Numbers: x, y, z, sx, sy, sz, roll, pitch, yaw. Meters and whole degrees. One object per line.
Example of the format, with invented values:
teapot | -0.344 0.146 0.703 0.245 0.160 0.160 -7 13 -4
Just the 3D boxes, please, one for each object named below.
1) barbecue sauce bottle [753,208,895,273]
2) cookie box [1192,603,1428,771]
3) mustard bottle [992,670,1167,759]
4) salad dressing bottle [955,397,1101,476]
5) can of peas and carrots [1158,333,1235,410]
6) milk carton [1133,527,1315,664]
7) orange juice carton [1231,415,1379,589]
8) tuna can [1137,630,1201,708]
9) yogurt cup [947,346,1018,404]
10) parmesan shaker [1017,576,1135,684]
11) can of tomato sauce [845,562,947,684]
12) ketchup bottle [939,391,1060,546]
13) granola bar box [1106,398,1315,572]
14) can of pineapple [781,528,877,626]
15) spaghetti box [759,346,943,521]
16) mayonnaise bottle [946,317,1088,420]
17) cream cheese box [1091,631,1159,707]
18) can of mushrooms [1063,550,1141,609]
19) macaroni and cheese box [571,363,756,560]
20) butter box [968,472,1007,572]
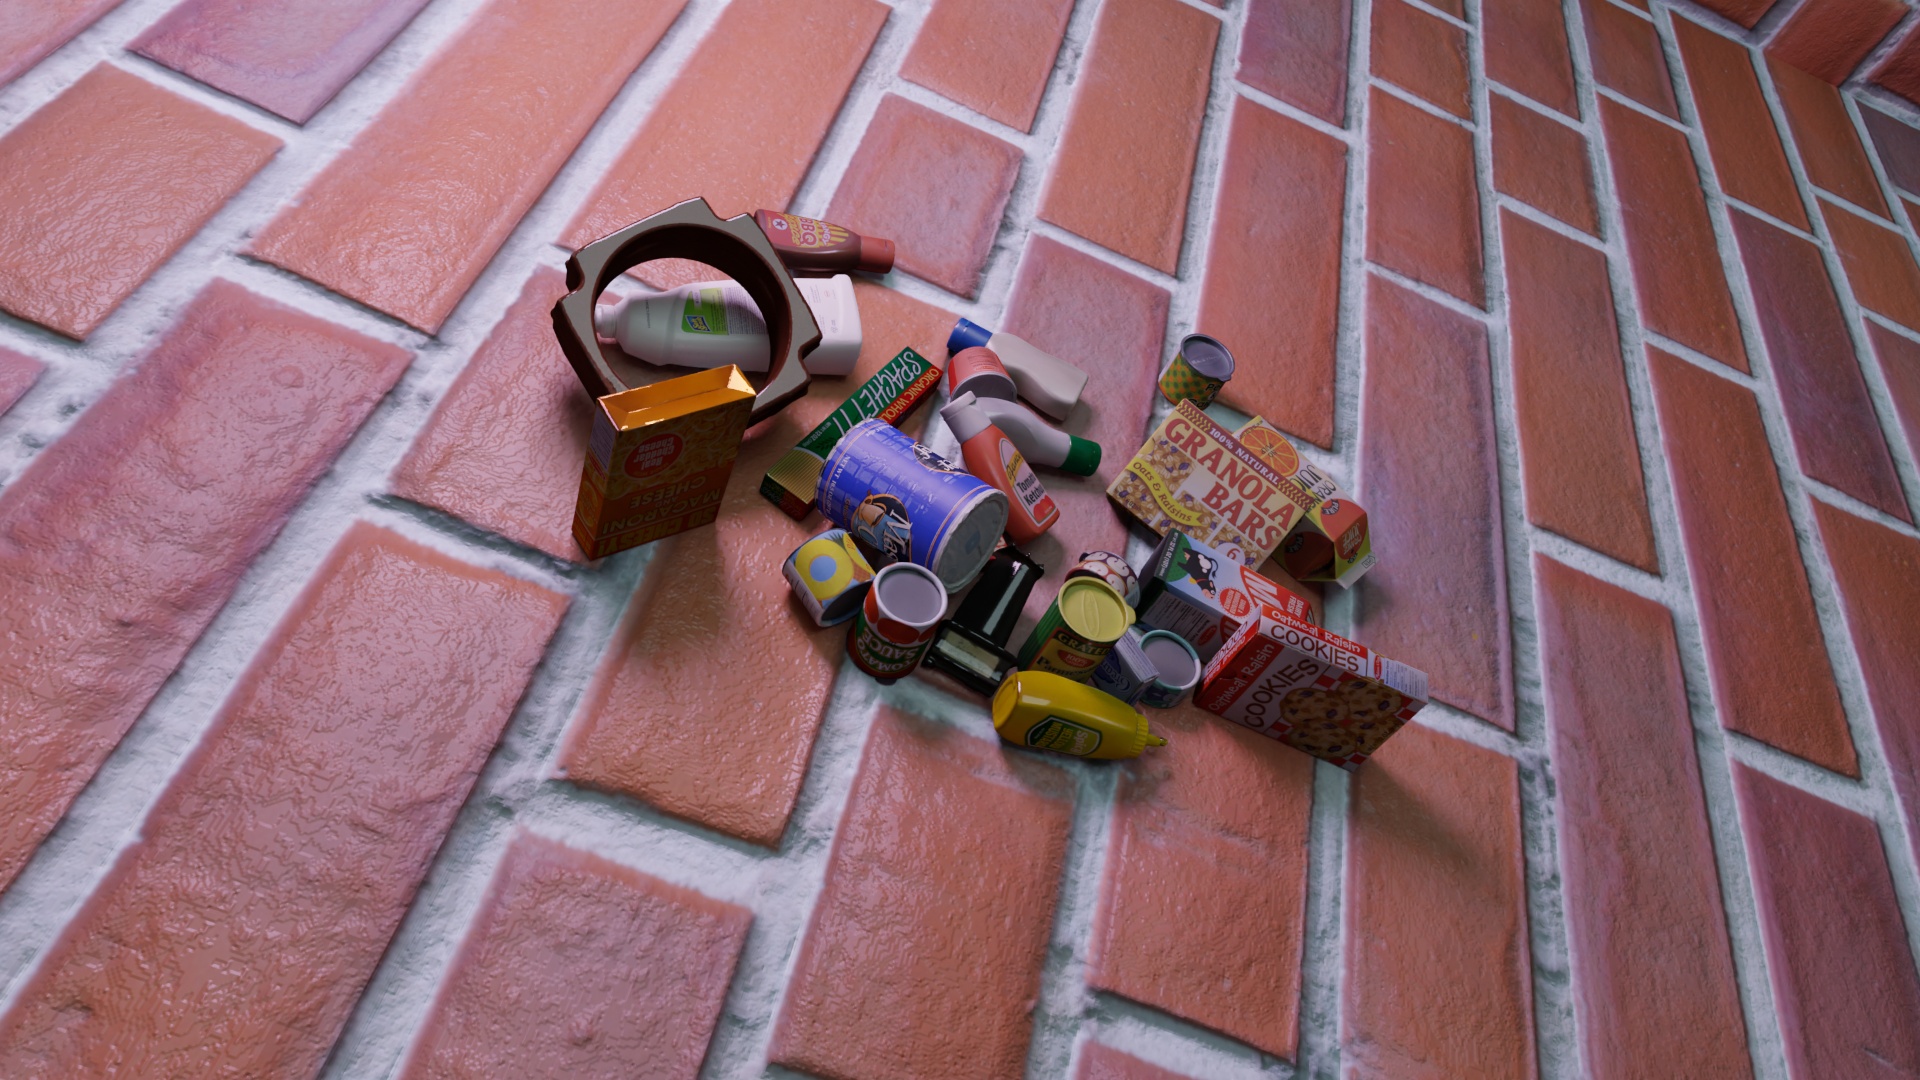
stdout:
barbecue sauce bottle | -0.145 -0.309 1.462 0.149 0.043 0.065 5 51 -21
cookie box | 0.313 0.135 1.253 0.167 0.122 0.040 23 47 -5
mustard bottle | 0.109 0.156 1.187 0.160 0.065 0.049 16 44 -17
salad dressing bottle | 0.069 -0.099 1.379 0.148 0.064 0.044 16 39 -23
can of peas and carrots | 0.261 -0.183 1.531 0.071 0.058 0.071 12 50 -15
milk carton | 0.259 0.075 1.311 0.190 0.073 0.073 29 47 0
orange juice carton | 0.344 -0.031 1.435 0.193 0.072 0.072 45 49 14
tuna can | 0.183 0.116 1.271 0.071 0.032 0.071 13 50 -15
yogurt cup | 0.018 -0.158 1.401 0.072 0.072 0.054 5 44 -21
parmesan shaker | 0.099 0.088 1.209 0.071 0.102 0.072 12 50 -14
can of tomato sauce | -0.054 0.069 1.169 0.071 0.082 0.071 12 49 -15
ketchup bottle | 0.034 -0.070 1.312 0.148 0.043 0.065 56 34 -6
granola bar box | 0.246 -0.042 1.377 0.166 0.039 0.124 40 88 10
can of pineapple | -0.108 0.031 1.187 0.071 0.070 0.058 -22 66 -36
spaghetti box | -0.099 -0.108 1.330 0.050 0.028 0.251 36 48 6
mayonnaise bottle | 0.058 -0.183 1.454 0.148 0.041 0.065 28 45 1
cream cheese box | 0.131 0.097 1.249 0.024 0.053 0.104 -17 62 -36
can of mushrooms | 0.129 0.044 1.283 0.071 0.070 0.033 43 50 13
macaroni and cheese box | -0.245 -0.063 1.136 0.124 0.165 0.040 -20 64 -35
butter box | 0.005 -0.016 1.305 0.053 0.024 0.104 -6 56 -27
